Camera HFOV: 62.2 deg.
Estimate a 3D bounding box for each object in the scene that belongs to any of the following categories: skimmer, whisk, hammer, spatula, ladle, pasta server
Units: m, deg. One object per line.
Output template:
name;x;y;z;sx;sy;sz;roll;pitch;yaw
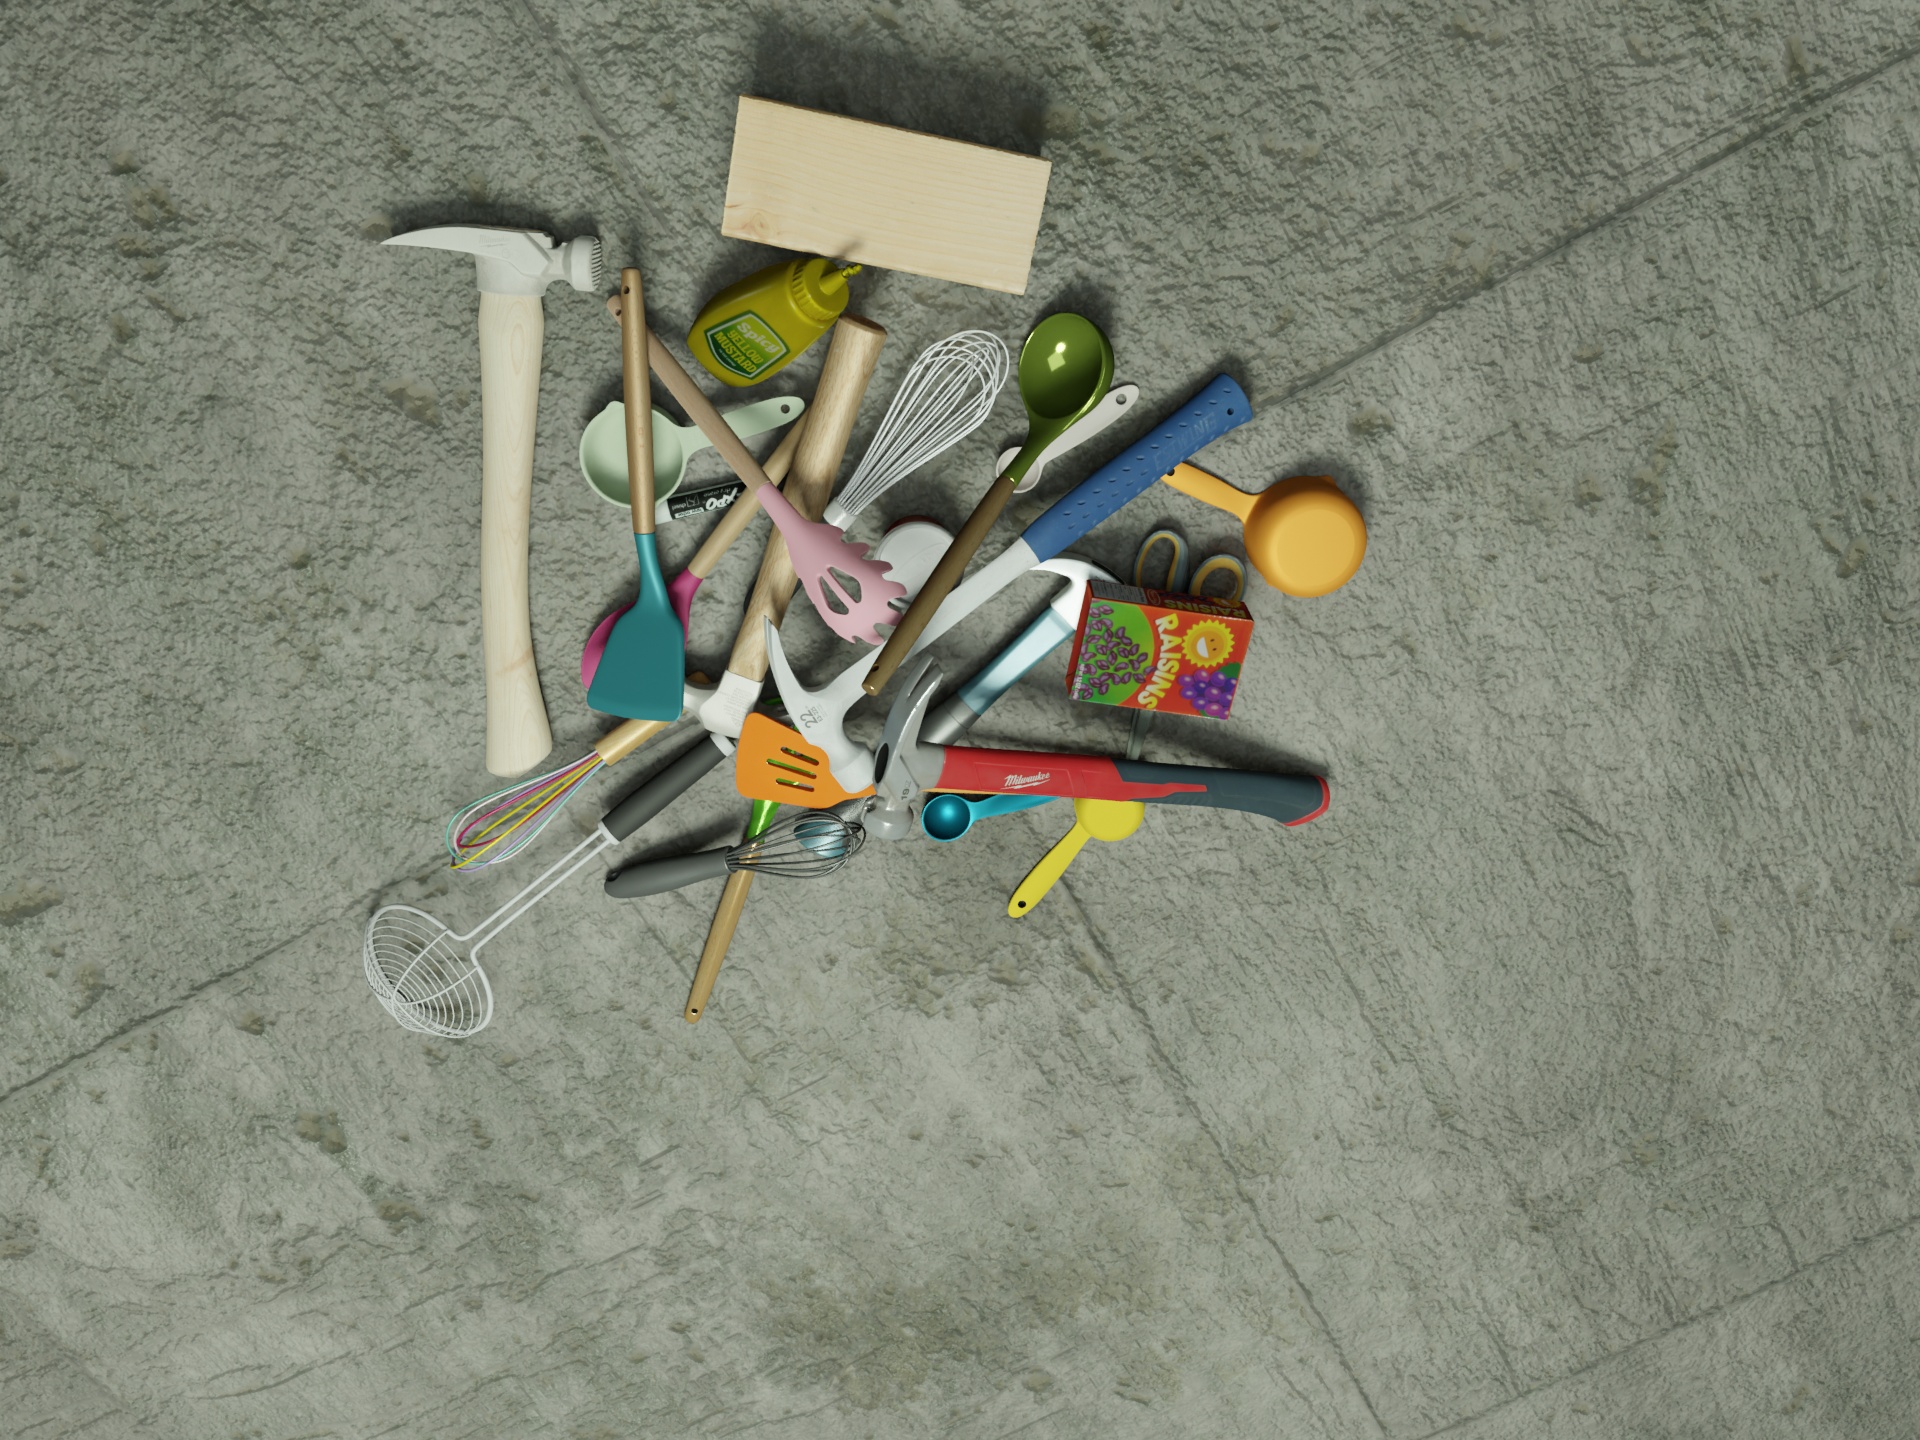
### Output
skimmer;-0.328;0.122;1.283;0.363;0.090;0.127;-38;97;0
whisk;-0.067;-0.175;1.172;0.070;0.070;0.284;38;110;-16
whisk;-0.297;0.038;1.233;0.245;0.047;0.051;-36;80;-2
hammer;-0.344;-0.152;1.173;0.146;0.038;0.410;5;111;-3
hammer;-0.002;-0.004;1.245;0.331;0.033;0.128;-42;101;14
hammer;0.039;-0.122;1.155;0.405;0.035;0.144;-37;113;-3
hammer;-0.120;-0.131;1.150;0.130;0.031;0.331;20;114;-6
spatula;-0.010;0.041;1.230;0.322;0.041;0.081;2;126;-15
spatula;-0.231;-0.157;1.132;0.082;0.044;0.317;9;111;22
whisk;-0.182;0.112;1.252;0.239;0.055;0.055;-14;113;22
ladle;0.014;-0.153;1.095;0.320;0.078;0.062;-58;136;-21
pasta server;-0.149;-0.179;1.106;0.060;0.040;0.316;-42;77;15
hammer;0.122;0.032;1.200;0.386;0.038;0.143;5;121;-25

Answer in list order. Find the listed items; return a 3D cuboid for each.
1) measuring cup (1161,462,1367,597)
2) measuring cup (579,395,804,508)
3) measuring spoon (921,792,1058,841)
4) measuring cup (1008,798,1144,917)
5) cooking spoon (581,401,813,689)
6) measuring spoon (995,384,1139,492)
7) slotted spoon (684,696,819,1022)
measuring cup;0.225;-0.153;1.194;0.173;0.052;0.095;23;108;-13
measuring cup;-0.194;-0.209;1.159;0.167;0.038;0.083;-17;111;1
measuring spoon;0.029;0.064;1.291;0.128;0.021;0.042;-14;113;-7
measuring cup;0.091;0.108;1.299;0.062;0.029;0.156;36;103;-15
cooking spoon;-0.182;-0.129;1.184;0.068;0.017;0.319;34;113;-19
measuring spoon;0.080;-0.213;1.187;0.124;0.018;0.034;-34;109;2
slotted spoon;-0.176;0.116;1.291;0.070;0.031;0.313;19;111;-7
